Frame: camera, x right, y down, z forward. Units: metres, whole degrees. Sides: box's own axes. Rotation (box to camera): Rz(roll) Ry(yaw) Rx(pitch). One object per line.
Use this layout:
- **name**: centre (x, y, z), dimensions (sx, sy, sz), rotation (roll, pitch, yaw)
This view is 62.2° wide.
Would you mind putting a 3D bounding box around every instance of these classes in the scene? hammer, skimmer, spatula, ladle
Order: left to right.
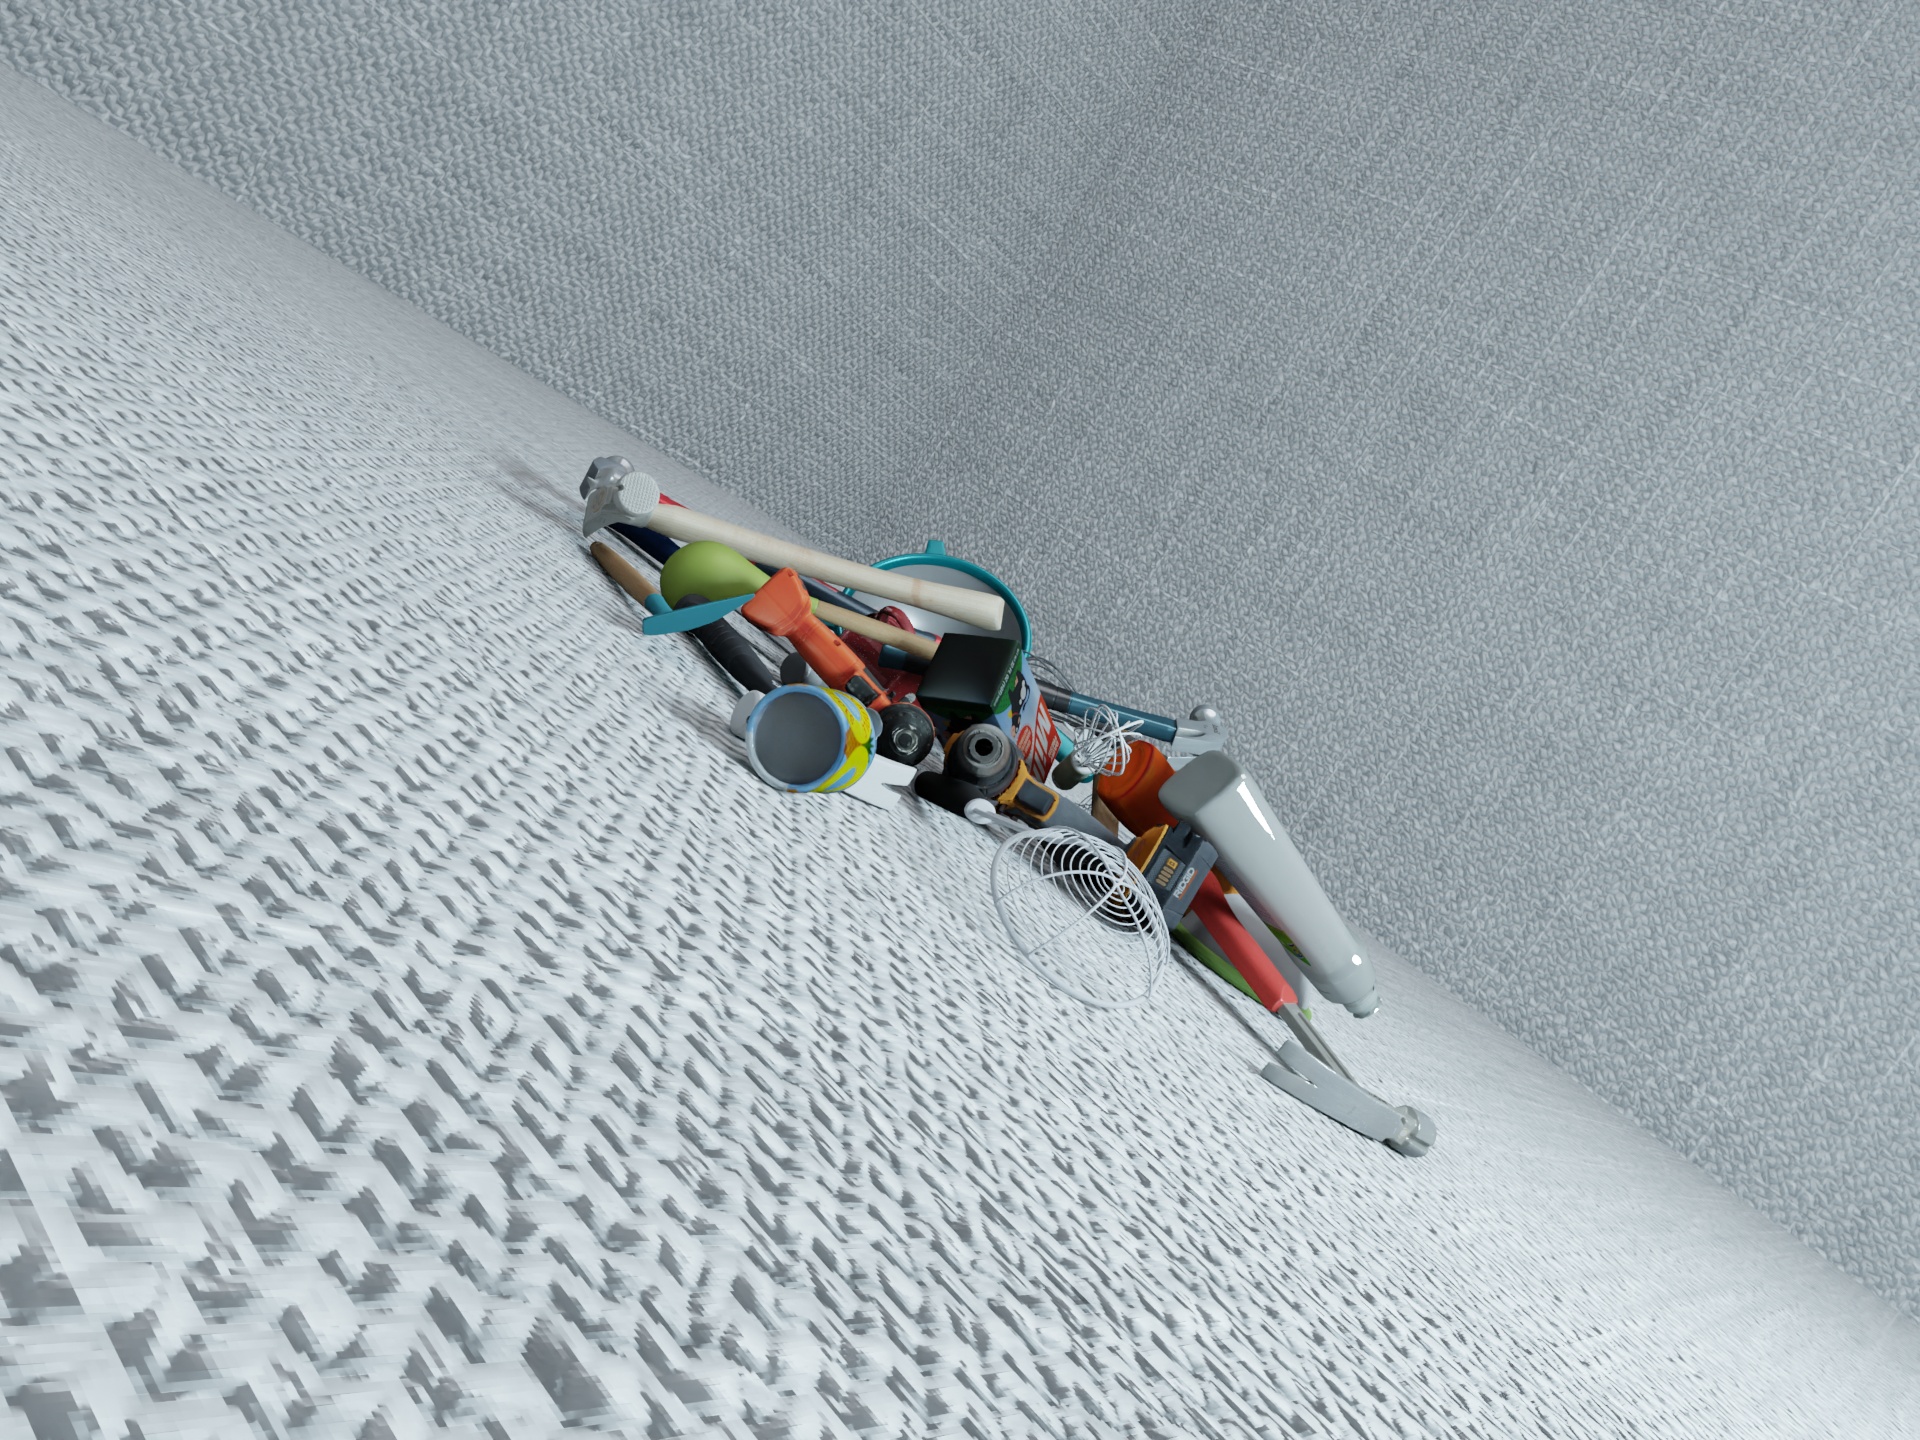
- **spatula**: centre (-0.249, -0.110, 1.253), dimensions (0.082, 0.044, 0.318), rotation (-16, 25, -22)
- **hammer**: centre (-0.226, -0.117, 1.527), dimensions (0.406, 0.035, 0.144), rotation (37, 6, 36)
- **hammer**: centre (-0.148, -0.029, 1.186), dimensions (0.146, 0.035, 0.335), rotation (30, 6, -32)
- **hammer**: centre (-0.192, -0.152, 1.573), dimensions (0.386, 0.038, 0.143), rotation (28, 10, -9)
- **hammer**: centre (-0.145, -0.146, 1.483), dimensions (0.410, 0.038, 0.146), rotation (14, -11, -28)
- **ladle**: centre (-0.106, -0.081, 1.393), dimensions (0.320, 0.062, 0.078), rotation (20, 43, -13)
- **skimmer**: centre (0.026, 0.100, 1.086), dimensions (0.127, 0.090, 0.363), rotation (22, -1, -23)
- **hammer**: centre (0.086, -0.021, 1.468), dimensions (0.331, 0.033, 0.128), rotation (15, 20, -2)
- **hammer**: centre (0.137, 0.068, 1.504), dimensions (0.130, 0.031, 0.331), rotation (27, 25, -4)
- **hammer**: centre (0.228, 0.197, 1.225), dimensions (0.149, 0.036, 0.359), rotation (32, 11, -22)

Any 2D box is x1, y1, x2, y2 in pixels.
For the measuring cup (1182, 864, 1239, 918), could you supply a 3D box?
- **measuring cup**: centre (0.261, 0.176, 1.537), dimensions (0.173, 0.052, 0.095), rotation (40, 37, -23)

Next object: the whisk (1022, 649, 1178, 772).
- **whisk**: centre (0.132, 0.004, 1.533), dimensions (0.239, 0.055, 0.055), rotation (35, 5, 23)

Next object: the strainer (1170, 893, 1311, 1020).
- **strainer**: centre (0.286, 0.208, 1.466), dimensions (0.152, 0.069, 0.256), rotation (36, 7, 25)

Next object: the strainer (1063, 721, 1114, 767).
- **strainer**: centre (0.197, 0.080, 1.469), dimensions (0.258, 0.050, 0.087), rotation (38, 13, -1)

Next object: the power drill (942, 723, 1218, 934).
- **power drill**: centre (0.085, 0.077, 1.249), dimensions (0.226, 0.084, 0.185), rotation (32, -9, 6)

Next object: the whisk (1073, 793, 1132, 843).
- **whisk**: centre (0.217, 0.161, 1.590), dimensions (0.284, 0.070, 0.070), rotation (38, 3, -21)

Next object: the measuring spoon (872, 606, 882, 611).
- **measuring spoon**: centre (-0.103, -0.073, 1.631), dimensions (0.034, 0.018, 0.124), rotation (19, 46, 2)

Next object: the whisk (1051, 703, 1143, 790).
- **whisk**: centre (0.105, 0.030, 1.313), dimensions (0.246, 0.059, 0.058), rotation (120, -54, -78)

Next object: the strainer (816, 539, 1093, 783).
- **strainer**: centre (0.010, -0.032, 1.688), dimensions (0.340, 0.211, 0.095), rotation (43, -33, 19)
